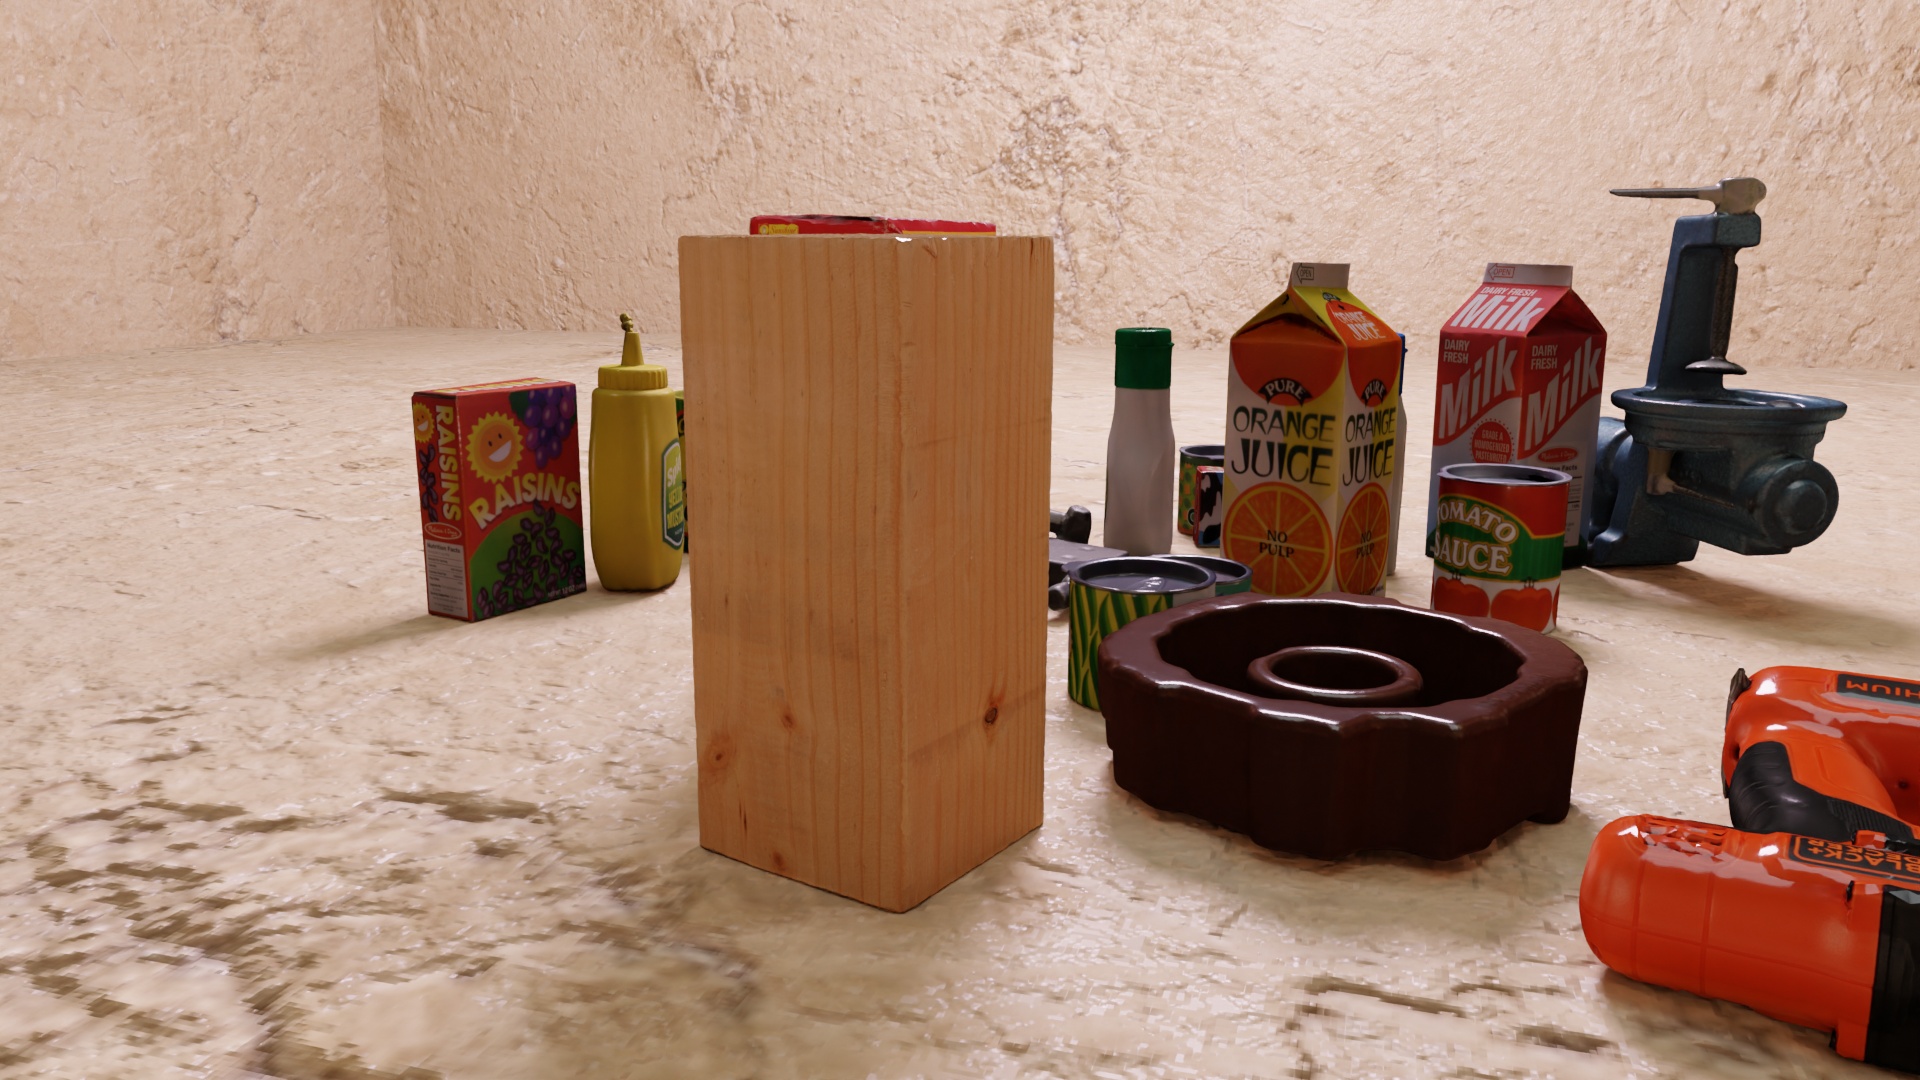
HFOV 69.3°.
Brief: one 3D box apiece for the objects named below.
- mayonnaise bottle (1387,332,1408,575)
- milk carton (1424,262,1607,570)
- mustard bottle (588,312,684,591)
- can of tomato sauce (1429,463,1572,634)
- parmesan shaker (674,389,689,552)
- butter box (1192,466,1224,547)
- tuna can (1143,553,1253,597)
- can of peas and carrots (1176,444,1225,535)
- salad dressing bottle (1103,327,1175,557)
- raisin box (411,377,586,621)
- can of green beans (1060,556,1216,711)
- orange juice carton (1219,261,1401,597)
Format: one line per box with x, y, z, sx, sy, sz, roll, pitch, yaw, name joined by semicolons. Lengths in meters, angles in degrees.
0.254;-0.056;0.869;0.041;0.147;0.065;0;12;-2;mayonnaise bottle
0.352;-0.079;0.881;0.073;0.190;0.072;-5;13;-25;milk carton
-0.190;-0.052;0.813;0.049;0.159;0.065;1;12;2;mustard bottle
0.289;0.004;0.750;0.071;0.083;0.071;0;12;0;can of tomato sauce
-0.156;-0.047;0.921;0.071;0.102;0.071;0;12;0;parmesan shaker
0.210;-0.023;0.938;0.103;0.053;0.024;0;12;0;butter box
0.120;0.030;0.743;0.071;0.032;0.071;0;12;0;tuna can
0.186;-0.034;0.978;0.071;0.058;0.071;0;12;0;can of peas and carrots
0.118;-0.064;0.906;0.044;0.147;0.064;5;13;23;salad dressing bottle
-0.255;-0.025;0.774;0.040;0.123;0.086;8;14;32;raisin box
0.081;0.042;0.629;0.071;0.057;0.071;0;12;0;can of green beans
0.198;-0.060;0.782;0.073;0.192;0.072;11;16;40;orange juice carton
